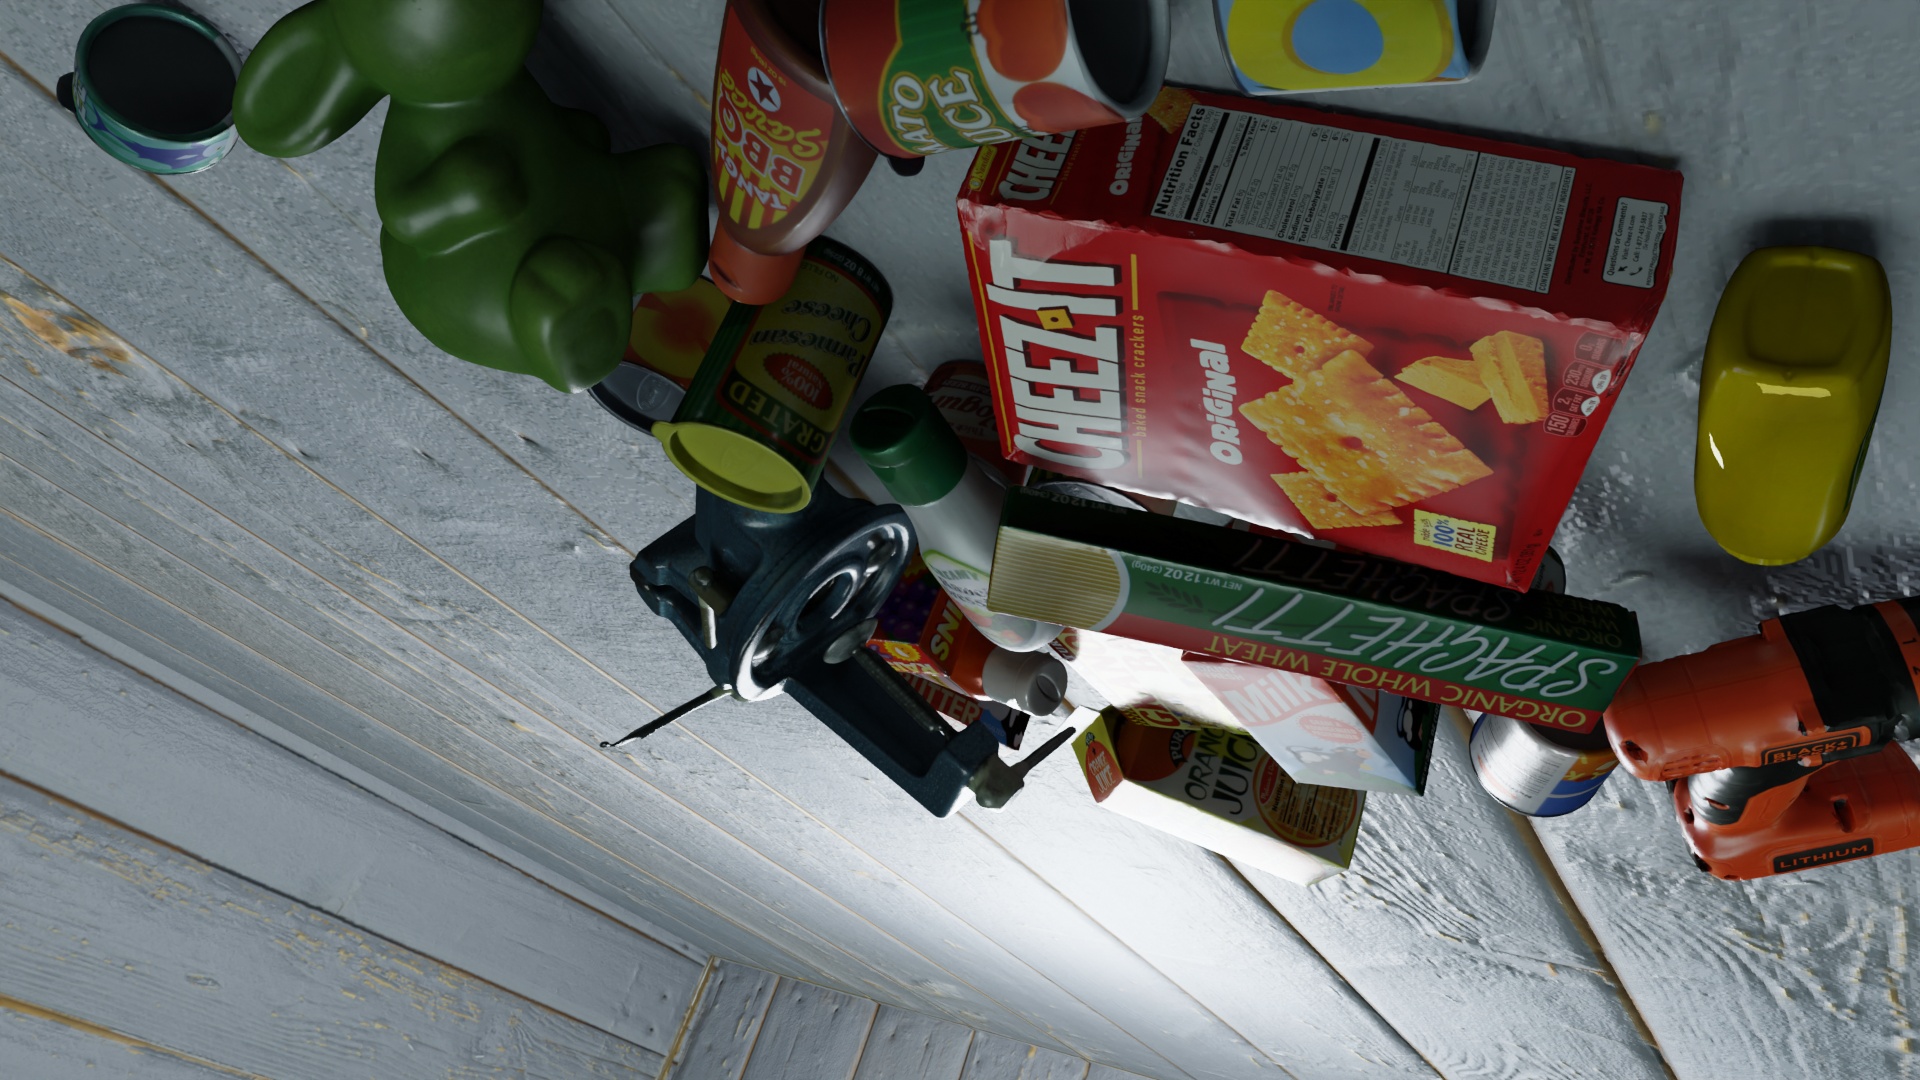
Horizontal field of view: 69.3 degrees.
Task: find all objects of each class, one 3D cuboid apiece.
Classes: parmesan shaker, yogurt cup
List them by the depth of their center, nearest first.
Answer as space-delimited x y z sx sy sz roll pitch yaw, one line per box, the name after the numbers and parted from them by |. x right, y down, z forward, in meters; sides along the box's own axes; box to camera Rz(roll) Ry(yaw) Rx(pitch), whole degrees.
-0.079 -0.074 0.596 0.071 0.103 0.071 17 155 8 | parmesan shaker
0.003 -0.046 0.646 0.072 0.054 0.072 17 155 9 | yogurt cup

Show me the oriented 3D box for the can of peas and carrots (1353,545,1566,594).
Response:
0.209 0.013 0.591 0.058 0.071 0.070 34 152 -24 | can of peas and carrots

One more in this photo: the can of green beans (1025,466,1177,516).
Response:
0.067 -0.032 0.618 0.071 0.058 0.071 17 155 9 | can of green beans

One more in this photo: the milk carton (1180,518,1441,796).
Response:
0.172 0.055 0.695 0.073 0.072 0.190 -1 147 40 | milk carton

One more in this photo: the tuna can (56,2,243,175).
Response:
-0.349 -0.196 0.602 0.071 0.071 0.032 33 151 -23 | tuna can

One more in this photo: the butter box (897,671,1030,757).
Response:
0.000 0.102 0.948 0.103 0.053 0.024 27 152 -13 | butter box

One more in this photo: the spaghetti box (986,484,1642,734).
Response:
0.135 0.027 0.550 0.250 0.029 0.049 12 134 4 | spaghetti box

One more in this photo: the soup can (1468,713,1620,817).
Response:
0.294 0.090 0.682 0.071 0.071 0.083 14 153 15 | soup can

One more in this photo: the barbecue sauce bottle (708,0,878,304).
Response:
-0.065 -0.140 0.509 0.065 0.044 0.148 46 152 5 | barbecue sauce bottle

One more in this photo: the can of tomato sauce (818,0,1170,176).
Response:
0.011 -0.150 0.411 0.083 0.071 0.071 1 148 36 | can of tomato sauce

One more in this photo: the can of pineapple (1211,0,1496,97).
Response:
0.100 -0.149 0.349 0.058 0.071 0.070 6 151 29 | can of pineapple

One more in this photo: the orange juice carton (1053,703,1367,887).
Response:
0.157 0.151 0.901 0.193 0.073 0.071 22 155 0 | orange juice carton

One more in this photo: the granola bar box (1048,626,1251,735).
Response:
0.114 0.056 0.782 0.124 0.039 0.165 -2 146 41 | granola bar box

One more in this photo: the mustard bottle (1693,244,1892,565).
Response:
0.272 -0.031 0.461 0.049 0.065 0.160 12 160 31 | mustard bottle

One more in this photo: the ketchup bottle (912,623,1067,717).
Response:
0.000 0.070 0.858 0.149 0.043 0.064 16 157 44 | ketchup bottle

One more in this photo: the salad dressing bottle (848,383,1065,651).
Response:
0.002 -0.008 0.602 0.064 0.044 0.147 14 153 39 | salad dressing bottle

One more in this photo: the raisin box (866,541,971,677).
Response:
-0.049 0.029 0.800 0.123 0.086 0.040 2 147 36 | raisin box

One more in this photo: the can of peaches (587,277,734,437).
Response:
-0.137 -0.087 0.667 0.071 0.058 0.071 17 154 8 | can of peaches
